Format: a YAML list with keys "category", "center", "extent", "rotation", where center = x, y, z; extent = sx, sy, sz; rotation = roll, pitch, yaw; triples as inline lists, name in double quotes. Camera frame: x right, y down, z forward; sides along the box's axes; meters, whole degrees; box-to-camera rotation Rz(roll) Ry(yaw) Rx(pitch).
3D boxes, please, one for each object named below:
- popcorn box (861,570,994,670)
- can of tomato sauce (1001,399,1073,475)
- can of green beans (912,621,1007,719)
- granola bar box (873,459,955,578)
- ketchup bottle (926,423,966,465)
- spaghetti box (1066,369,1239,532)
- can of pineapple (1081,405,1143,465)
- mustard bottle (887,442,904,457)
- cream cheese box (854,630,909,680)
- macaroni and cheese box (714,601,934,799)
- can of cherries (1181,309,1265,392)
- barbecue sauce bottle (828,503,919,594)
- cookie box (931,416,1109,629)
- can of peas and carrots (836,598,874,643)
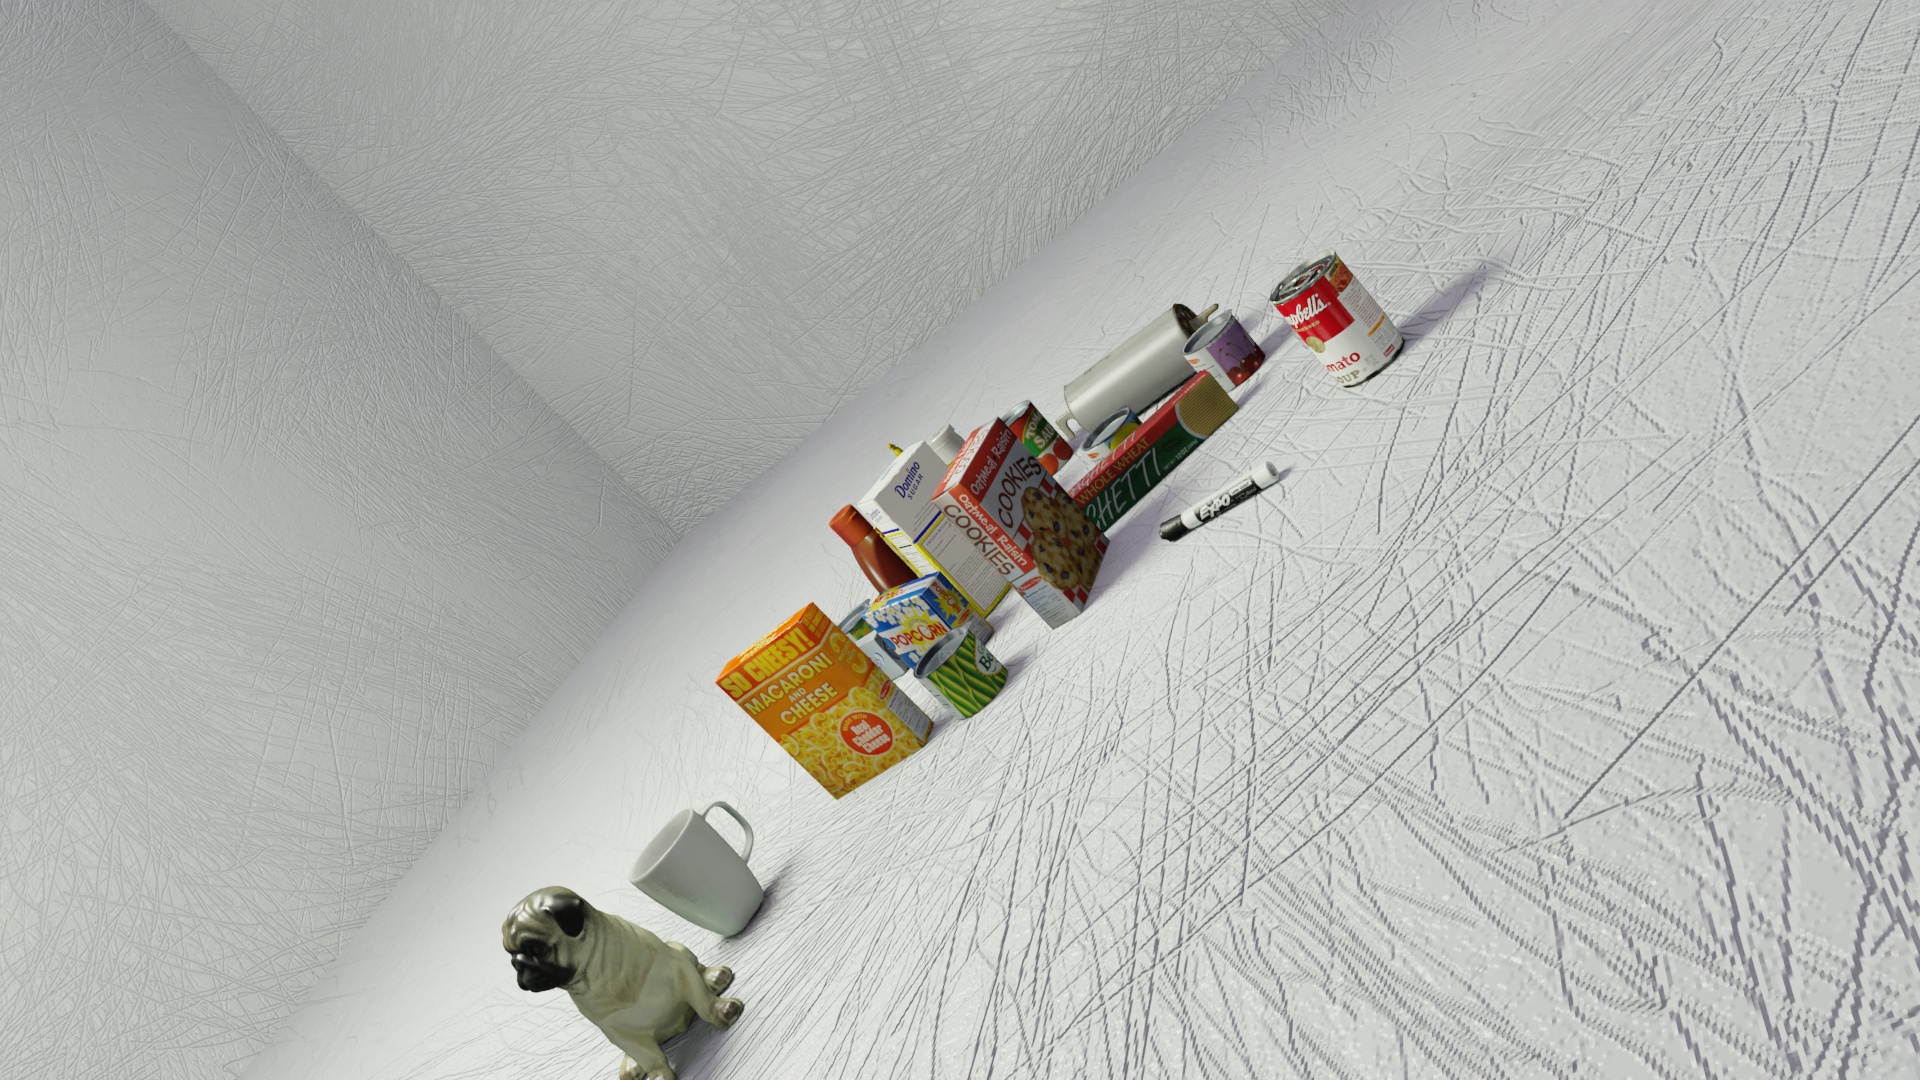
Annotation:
- category: "popcorn box"
  center: [-0.034, 0.083, 1.408]
  extent: [0.038, 0.085, 0.126]
  rotation: [-51, 16, -31]
- category: "can of tomato sauce"
  center: [0.087, -0.119, 1.679]
  extent: [0.071, 0.083, 0.071]
  rotation: [-40, 14, 12]
- category: "can of green beans"
  center: [0.001, 0.120, 1.259]
  extent: [0.071, 0.057, 0.071]
  rotation: [-40, 14, 12]
- category: "granola bar box"
  center: [0.005, -0.019, 1.521]
  extent: [0.165, 0.124, 0.039]
  rotation: [-36, 15, 28]
- category: "ketchup bottle"
  center: [0.022, -0.066, 1.562]
  extent: [0.043, 0.148, 0.065]
  rotation: [-43, 14, 1]
- category: "spaghetti box"
  center: [0.166, -0.067, 1.373]
  extent: [0.250, 0.050, 0.029]
  rotation: [-42, 14, 2]
- category: "can of pineapple"
  center: [0.169, -0.097, 1.436]
  extent: [0.071, 0.058, 0.071]
  rotation: [-40, 14, 12]
- category: "mustard bottle"
  center: [-0.031, -0.062, 1.675]
  extent: [0.065, 0.160, 0.049]
  rotation: [-45, 14, -7]
- category: "cream cheese box"
  center: [-0.106, 0.138, 1.509]
  extent: [0.103, 0.053, 0.024]
  rotation: [-33, 17, 37]
- category: "macaroni and cheese box"
  center: [-0.127, 0.151, 1.293]
  extent: [0.123, 0.166, 0.040]
  rotation: [-35, 16, 29]
- category: "can of cherries"
  center: [0.274, -0.196, 1.440]
  extent: [0.071, 0.058, 0.072]
  rotation: [-40, 14, 12]
- category: "barbecue sauce bottle"
  center: [-0.090, 0.022, 1.612]
  extent: [0.043, 0.148, 0.065]
  rotation: [-27, 21, 50]
- category: "cookie box"
  center: [0.058, -0.018, 1.281]
  extent: [0.040, 0.167, 0.123]
  rotation: [-34, 17, 35]
- category: "can of peas and carrots"
  center: [-0.107, 0.111, 1.582]
  extent: [0.071, 0.058, 0.071]
  rotation: [-40, 14, 12]
